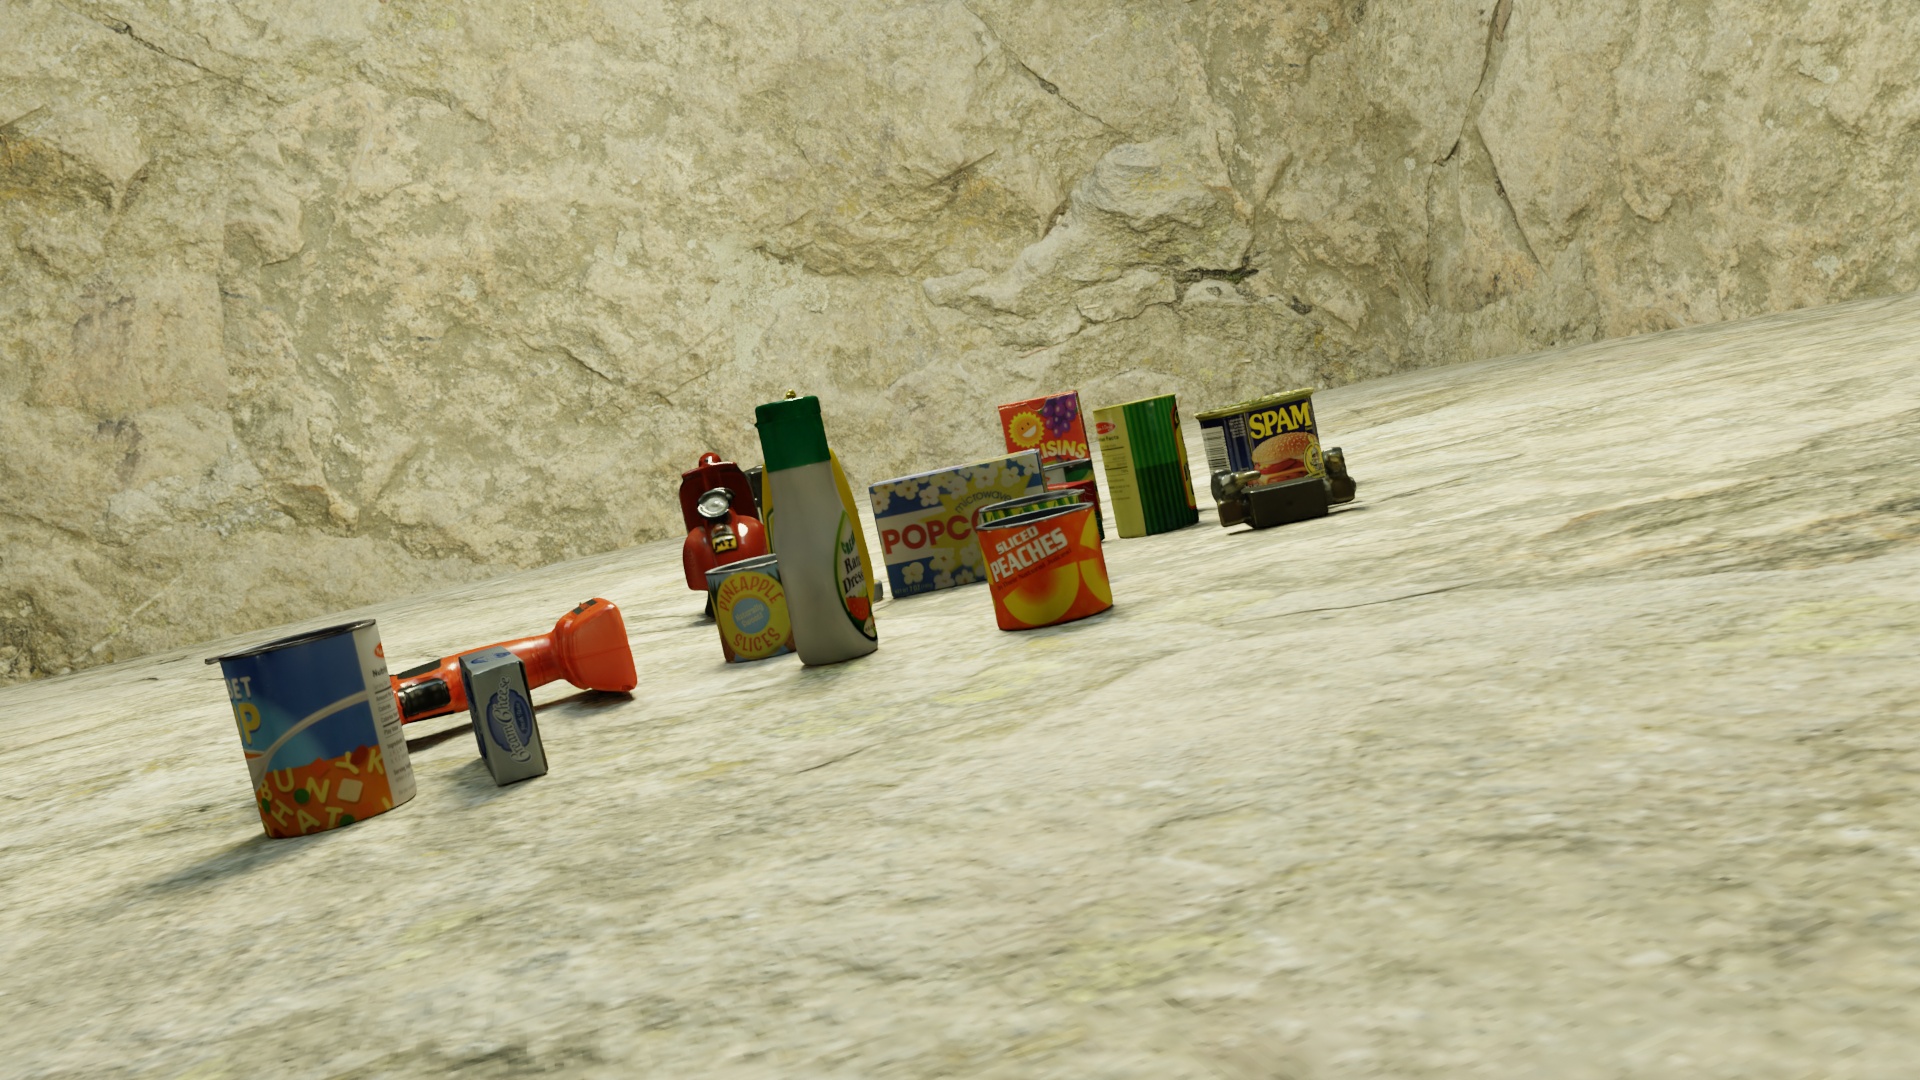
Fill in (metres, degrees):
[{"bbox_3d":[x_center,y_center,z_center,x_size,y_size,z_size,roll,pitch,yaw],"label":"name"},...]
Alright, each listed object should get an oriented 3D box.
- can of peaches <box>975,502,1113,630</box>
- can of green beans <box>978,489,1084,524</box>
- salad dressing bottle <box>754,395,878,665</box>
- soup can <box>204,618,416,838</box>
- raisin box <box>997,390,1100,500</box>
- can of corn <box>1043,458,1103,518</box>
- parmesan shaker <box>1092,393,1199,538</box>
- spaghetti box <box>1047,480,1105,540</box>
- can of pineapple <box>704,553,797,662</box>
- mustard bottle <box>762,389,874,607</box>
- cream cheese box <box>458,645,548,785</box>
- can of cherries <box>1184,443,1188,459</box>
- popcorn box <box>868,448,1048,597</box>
[{"bbox_3d":[0.046,0.014,0.759,0.071,0.058,0.071,-12,5,1],"label":"can of peaches"},{"bbox_3d":[0.050,0.001,0.898,0.071,0.057,0.071,-12,5,1],"label":"can of green beans"},{"bbox_3d":[-0.083,-0.006,0.779,0.044,0.147,0.064,-11,4,12],"label":"salad dressing bottle"},{"bbox_3d":[-0.292,0.084,0.627,0.071,0.083,0.071,-12,4,1],"label":"soup can"},{"bbox_3d":[0.094,-0.092,1.477,0.086,0.123,0.040,-11,4,10],"label":"raisin box"},{"bbox_3d":[0.095,-0.041,1.273,0.071,0.058,0.071,-12,5,1],"label":"can of corn"},{"bbox_3d":[0.145,-0.059,1.091,0.071,0.103,0.071,-12,4,1],"label":"parmesan shaker"},{"bbox_3d":[0.043,-0.019,1.192,0.029,0.050,0.250,-14,5,-26],"label":"spaghetti box"},{"bbox_3d":[-0.121,0.041,0.866,0.071,0.058,0.071,-12,5,1],"label":"can of pineapple"},{"bbox_3d":[-0.102,-0.021,0.926,0.065,0.160,0.049,-10,5,30],"label":"mustard bottle"},{"bbox_3d":[-0.219,0.081,0.662,0.024,0.053,0.103,-14,5,-23],"label":"cream cheese box"},{"bbox_3d":[0.166,-0.048,1.183,0.071,0.058,0.071,-12,5,1],"label":"can of cherries"},{"bbox_3d":[0.004,-0.013,1.012,0.127,0.085,0.038,-12,4,6],"label":"popcorn box"}]
